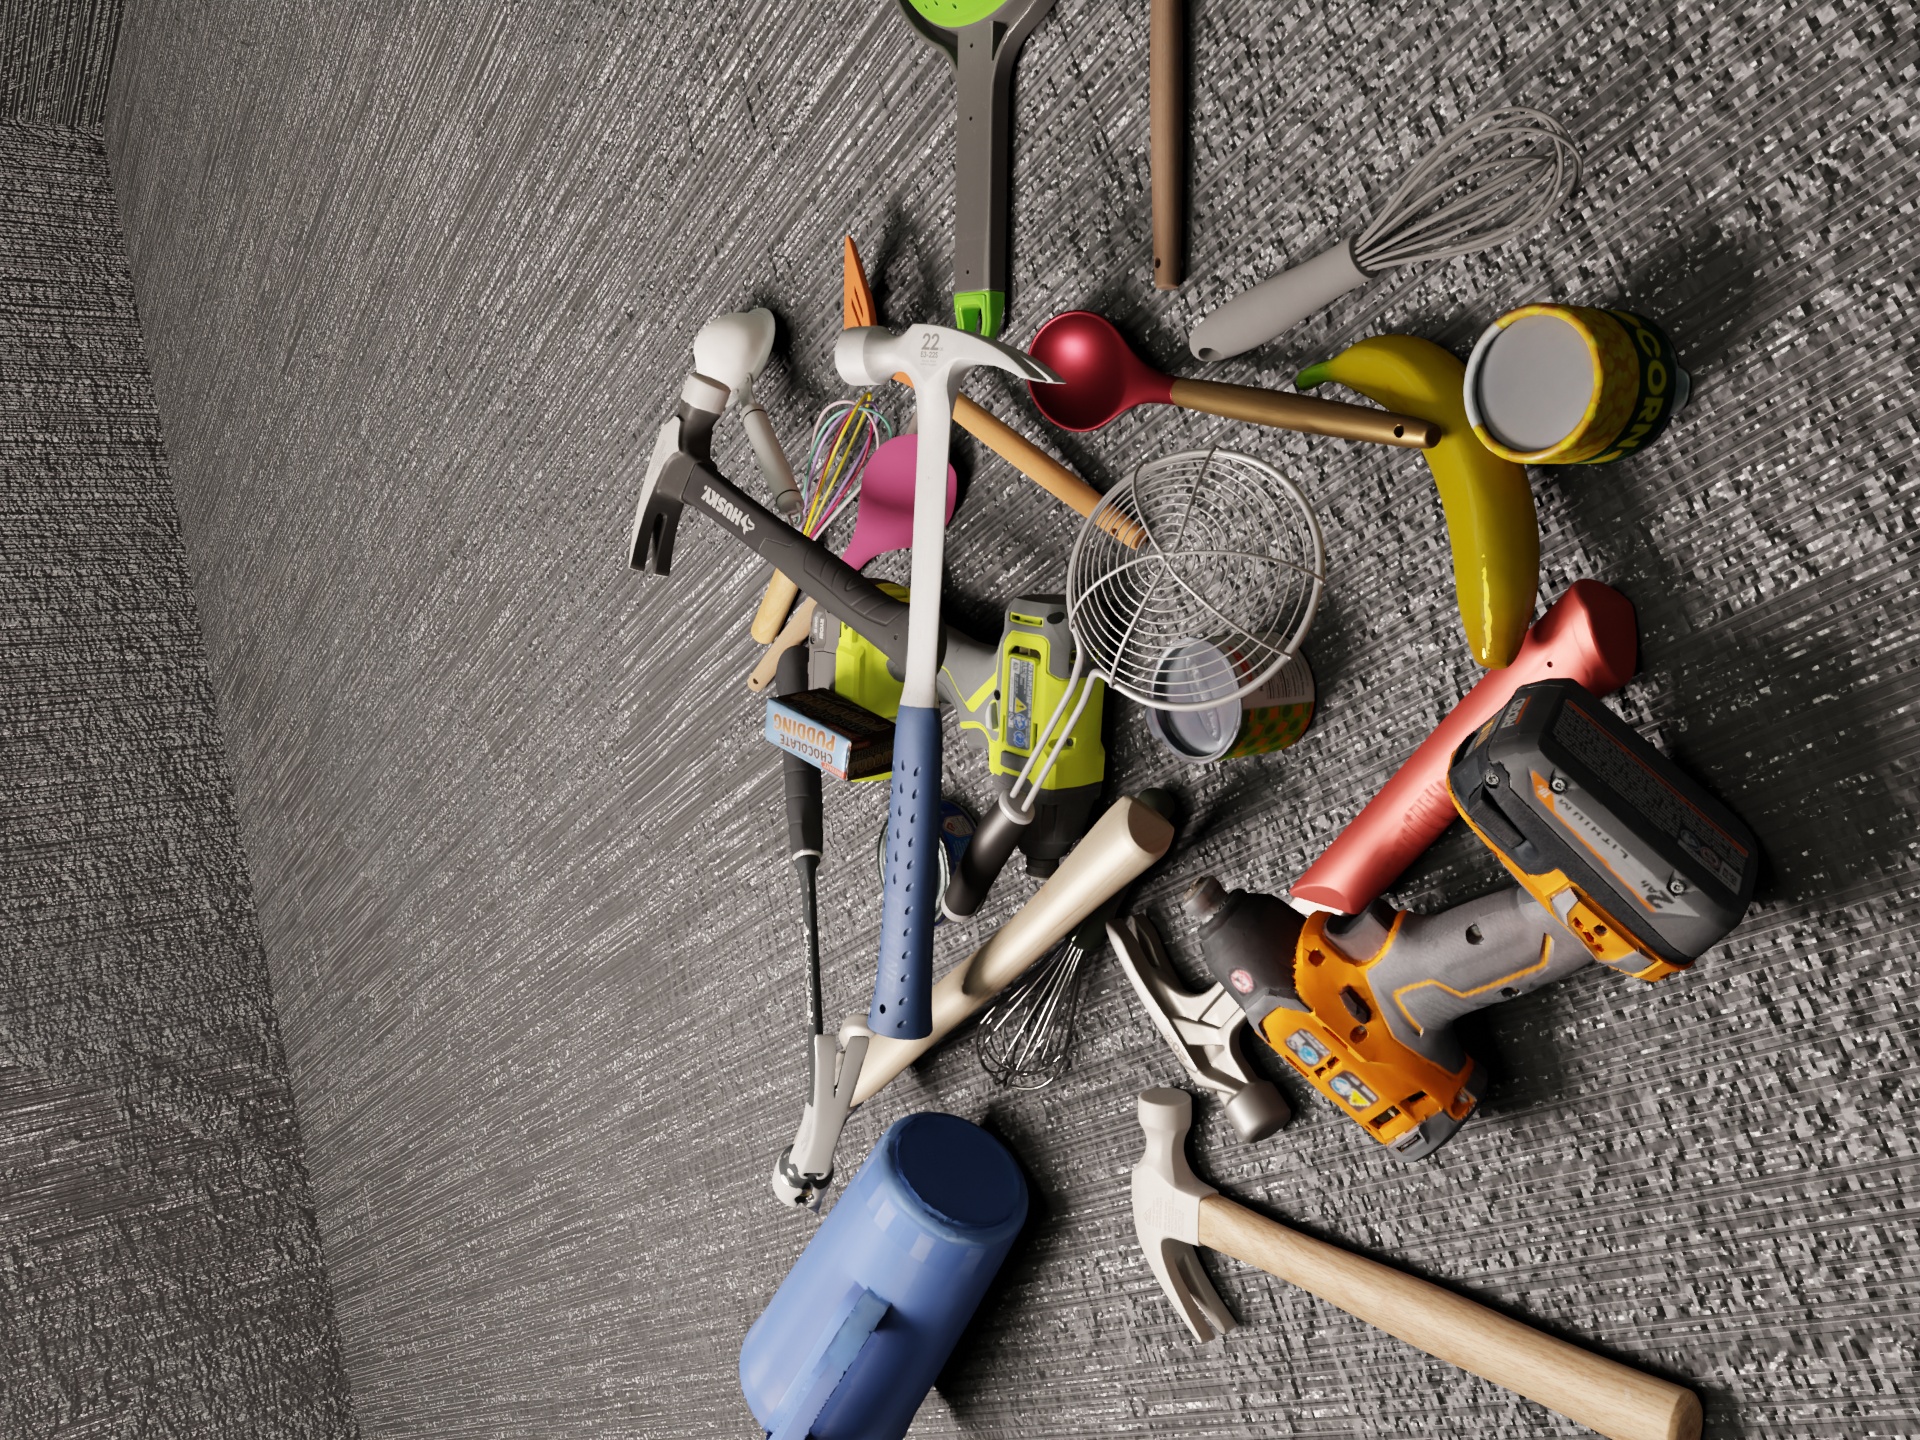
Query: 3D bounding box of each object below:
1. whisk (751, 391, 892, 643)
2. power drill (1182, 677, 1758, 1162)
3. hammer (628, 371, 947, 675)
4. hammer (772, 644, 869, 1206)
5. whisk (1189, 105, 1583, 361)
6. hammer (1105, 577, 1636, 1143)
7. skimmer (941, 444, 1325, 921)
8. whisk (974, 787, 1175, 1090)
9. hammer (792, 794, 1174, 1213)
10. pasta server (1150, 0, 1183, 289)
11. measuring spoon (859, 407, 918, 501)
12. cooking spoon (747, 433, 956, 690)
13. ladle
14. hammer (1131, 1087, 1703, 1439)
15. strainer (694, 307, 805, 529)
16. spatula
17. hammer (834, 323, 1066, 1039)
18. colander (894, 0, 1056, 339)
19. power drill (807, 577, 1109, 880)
[{"bbox_3d":[-0.107,-0.143,1.161,0.244,0.051,0.047,121,150,-43],"label":"whisk"},{"bbox_3d":[0.209,0.086,0.705,0.164,0.084,0.226,42,131,5],"label":"power drill"},{"bbox_3d":[-0.118,-0.109,1.054,0.335,0.035,0.146,38,109,41],"label":"hammer"},{"bbox_3d":[-0.103,0.103,1.064,0.149,0.036,0.409,110,159,-44],"label":"hammer"},{"bbox_3d":[0.189,-0.221,0.757,0.239,0.055,0.055,-19,80,55],"label":"whisk"},{"bbox_3d":[0.198,0.061,0.794,0.149,0.036,0.359,58,136,29],"label":"hammer"},{"bbox_3d":[0.072,0.006,0.859,0.127,0.090,0.363,56,147,22],"label":"skimmer"},{"bbox_3d":[0.071,0.138,0.968,0.059,0.058,0.246,29,121,7],"label":"whisk"},{"bbox_3d":[0.000,0.172,0.971,0.038,0.146,0.410,32,136,-9],"label":"hammer"},{"bbox_3d":[0.103,-0.393,0.849,0.060,0.040,0.316,15,109,63],"label":"pasta server"},{"bbox_3d":[-0.042,-0.180,1.082,0.034,0.018,0.124,56,134,31],"label":"measuring spoon"},{"bbox_3d":[-0.089,-0.100,1.143,0.069,0.017,0.318,46,140,0],"label":"cooking spoon"},{"bbox_3d":[0.129,-0.169,0.823,0.316,0.031,0.069,30,121,56],"label":"ladle"},{"bbox_3d":[0.212,0.296,0.814,0.331,0.031,0.130,9,102,51],"label":"hammer"},{"bbox_3d":[-0.153,-0.228,1.159,0.087,0.050,0.259,-43,50,23],"label":"strainer"},{"bbox_3d":[0.008,-0.199,0.997,0.323,0.041,0.081,42,146,31],"label":"spatula"},{"bbox_3d":[-0.019,-0.018,0.903,0.144,0.035,0.405,9,99,38],"label":"hammer"},{"bbox_3d":[-0.014,-0.425,0.947,0.205,0.094,0.397,13,105,51],"label":"colander"},{"bbox_3d":[-0.002,-0.003,1.012,0.223,0.080,0.171,16,107,47],"label":"power drill"}]
